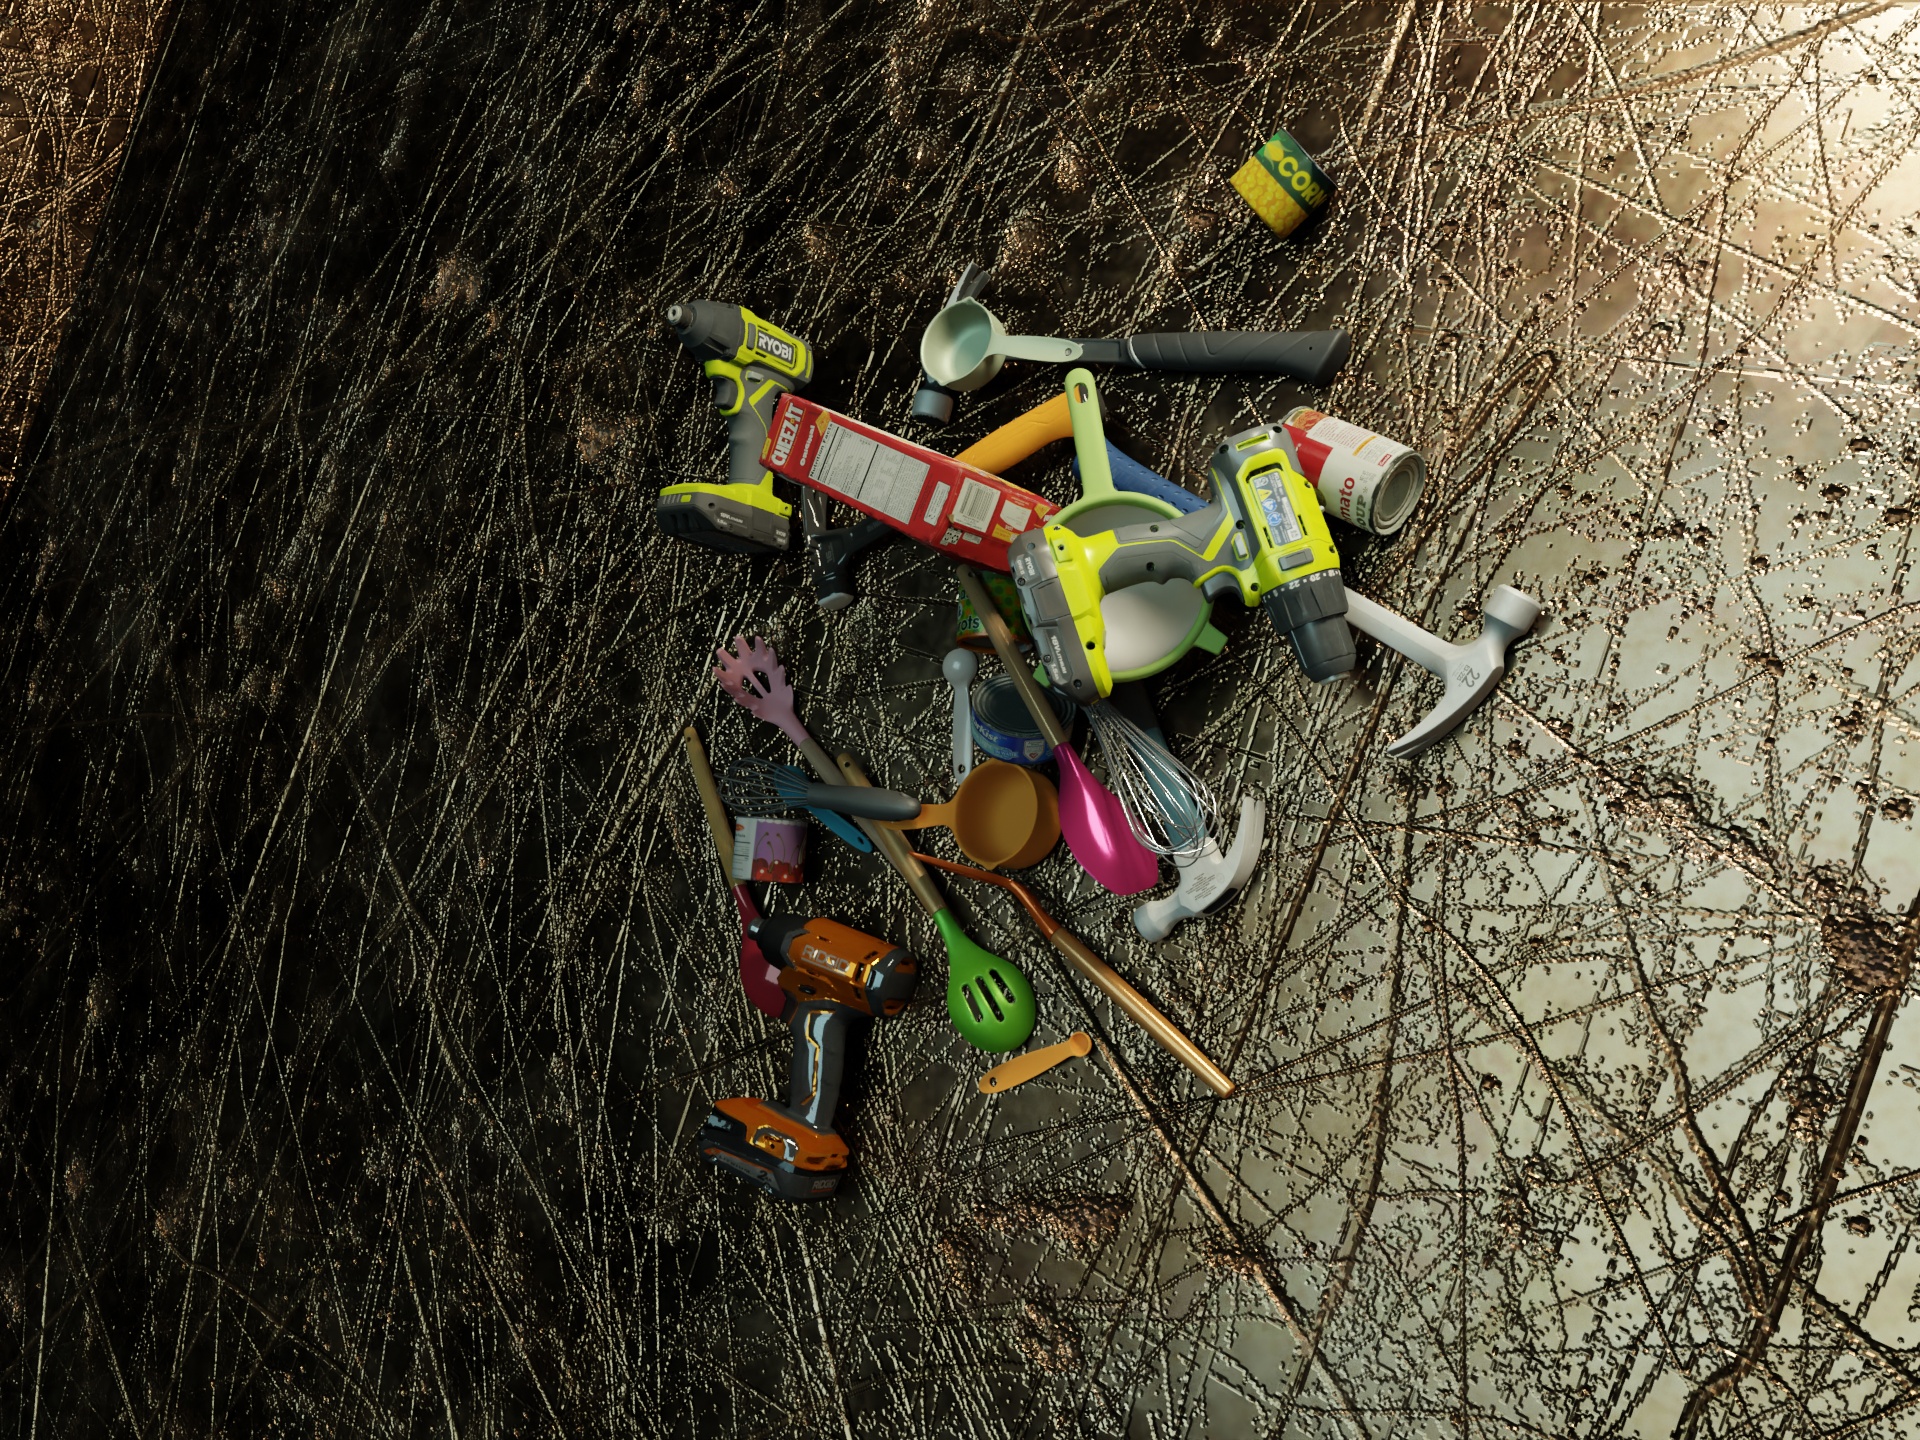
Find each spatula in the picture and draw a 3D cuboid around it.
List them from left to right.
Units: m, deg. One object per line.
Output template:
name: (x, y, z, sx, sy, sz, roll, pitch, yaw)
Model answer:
spatula: (0.088, 0.192, 1.262, 0.323, 0.081, 0.041, 41, 95, 29)

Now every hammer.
hammer: (-0.013, -0.219, 1.421, 0.337, 0.034, 0.127, -24, 67, 35)
hammer: (0.137, -0.319, 1.356, 0.409, 0.036, 0.149, 10, 84, 36)
hammer: (0.142, 0.002, 1.277, 0.128, 0.033, 0.331, -34, 62, 26)
hammer: (0.237, -0.119, 1.235, 0.406, 0.035, 0.144, 37, 101, 35)

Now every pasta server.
pasta server: (-0.130, 0.035, 1.461, 0.060, 0.040, 0.316, -36, 58, -9)

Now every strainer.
strainer: (0.117, -0.150, 1.261, 0.151, 0.069, 0.256, -11, 78, 10)

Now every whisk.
whisk: (-0.129, 0.065, 1.406, 0.239, 0.055, 0.055, 6, 83, 38)
whisk: (0.114, 0.002, 1.243, 0.070, 0.070, 0.285, -46, 52, 18)

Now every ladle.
ladle: (-0.215, 0.136, 1.507, 0.069, 0.031, 0.316, -35, 60, 20)

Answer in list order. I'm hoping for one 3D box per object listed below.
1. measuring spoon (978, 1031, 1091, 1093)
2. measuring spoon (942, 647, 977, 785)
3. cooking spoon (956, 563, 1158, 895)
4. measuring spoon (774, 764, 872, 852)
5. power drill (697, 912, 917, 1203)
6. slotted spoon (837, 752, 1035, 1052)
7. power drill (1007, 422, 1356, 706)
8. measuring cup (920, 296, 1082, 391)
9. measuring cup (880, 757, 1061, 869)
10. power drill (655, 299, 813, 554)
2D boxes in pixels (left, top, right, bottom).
measuring spoon: (0.061, 0.278, 1.287, 0.117, 0.011, 0.021, -31, 64, 30)
measuring spoon: (-0.002, -0.004, 1.390, 0.034, 0.018, 0.124, -10, 74, 33)
cooking spoon: (0.068, 0.000, 1.263, 0.319, 0.068, 0.017, 62, 150, 25)
measuring spoon: (-0.121, 0.080, 1.458, 0.129, 0.021, 0.042, 35, 135, 27)
power drill: (-0.145, 0.282, 1.380, 0.164, 0.084, 0.226, 17, 87, 29)
slotted spoon: (-0.032, 0.146, 1.357, 0.070, 0.031, 0.314, -30, 60, -7)
power drill: (0.165, -0.092, 1.167, 0.228, 0.080, 0.190, -19, 83, 7)
measuring cup: (0.042, -0.318, 1.377, 0.168, 0.038, 0.083, 14, 86, 34)
measuring cup: (0.010, 0.083, 1.343, 0.174, 0.052, 0.095, -7, 74, 40)
power drill: (-0.221, -0.281, 1.520, 0.080, 0.171, 0.223, 0, 82, 36)
